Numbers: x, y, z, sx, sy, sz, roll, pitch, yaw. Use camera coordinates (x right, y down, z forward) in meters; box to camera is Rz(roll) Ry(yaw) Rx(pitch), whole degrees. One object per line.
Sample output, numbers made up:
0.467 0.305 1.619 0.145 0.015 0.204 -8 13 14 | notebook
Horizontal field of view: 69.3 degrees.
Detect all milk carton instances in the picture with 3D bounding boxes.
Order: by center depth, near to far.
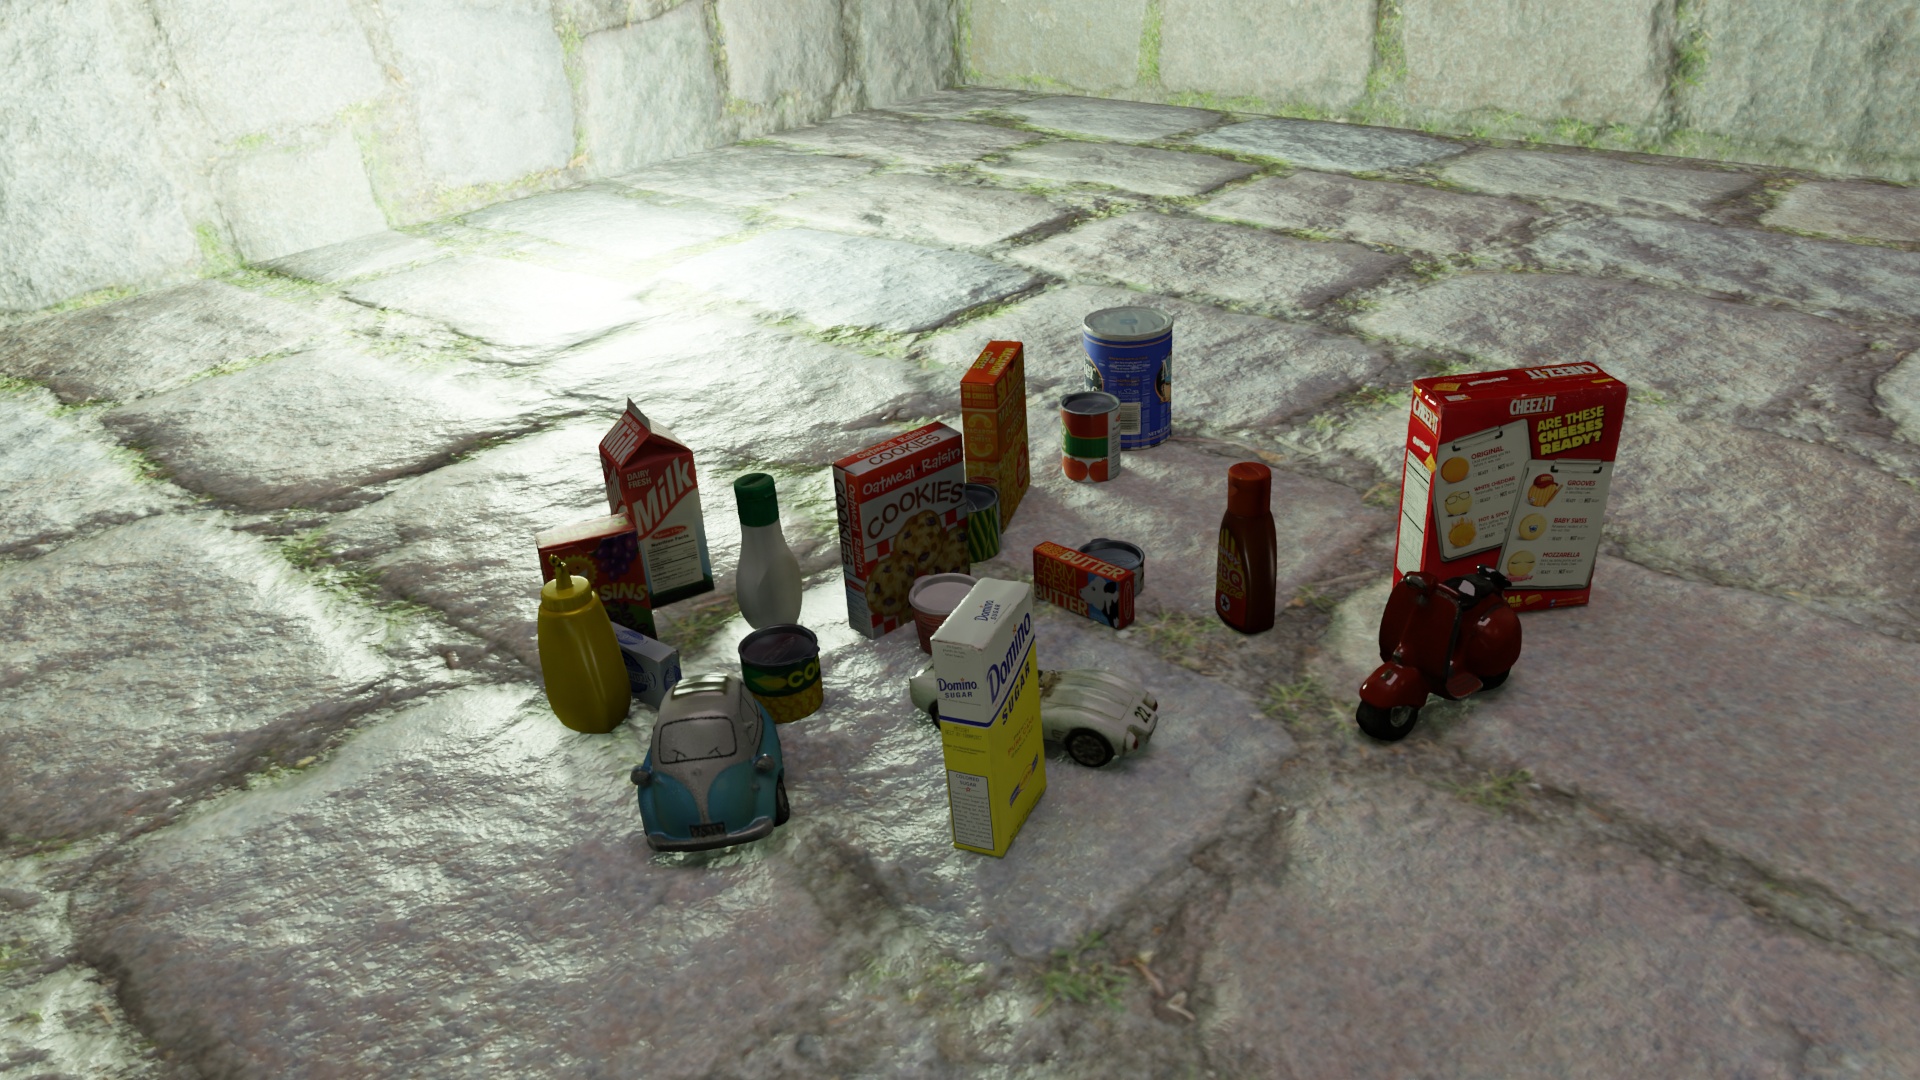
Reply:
-0.292 -0.039 1.321 0.074 0.189 0.072 -17 30 -25 | milk carton

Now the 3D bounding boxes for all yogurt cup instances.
-0.010 0.068 1.230 0.072 0.053 0.073 -3 28 2 | yogurt cup

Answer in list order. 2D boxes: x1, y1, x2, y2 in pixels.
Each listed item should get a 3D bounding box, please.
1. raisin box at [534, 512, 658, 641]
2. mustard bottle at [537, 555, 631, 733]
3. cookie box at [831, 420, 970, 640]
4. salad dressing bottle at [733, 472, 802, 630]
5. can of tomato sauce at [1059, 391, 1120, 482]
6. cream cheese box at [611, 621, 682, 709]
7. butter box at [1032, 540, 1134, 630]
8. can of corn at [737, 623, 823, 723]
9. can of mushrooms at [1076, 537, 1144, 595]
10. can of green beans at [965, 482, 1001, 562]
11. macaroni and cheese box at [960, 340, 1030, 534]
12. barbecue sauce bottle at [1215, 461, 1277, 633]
-0.324 0.045 1.237 0.086 0.122 0.040 -14 29 -19 | raisin box
-0.310 0.081 1.128 0.065 0.159 0.049 7 29 20 | mustard bottle
-0.052 -0.010 1.263 0.123 0.166 0.040 -25 34 -35 | cookie box
-0.177 0.012 1.257 0.044 0.147 0.064 19 35 37 | salad dressing bottle
0.141 -0.114 1.528 0.071 0.082 0.071 -3 28 2 | can of tomato sauce
-0.280 0.106 1.191 0.104 0.053 0.024 17 34 34 | cream cheese box
0.111 0.040 1.270 0.103 0.053 0.024 21 36 39 | butter box
-0.147 0.111 1.159 0.071 0.058 0.071 -3 28 2 | can of corn
0.140 0.027 1.312 0.071 0.033 0.071 -3 28 2 | can of mushrooms
0.007 -0.018 1.387 0.071 0.057 0.071 -3 28 2 | can of green beans
0.038 -0.109 1.440 0.040 0.165 0.124 4 29 15 | macaroni and cheese box
0.252 0.005 1.218 0.044 0.147 0.065 -13 29 -17 | barbecue sauce bottle
